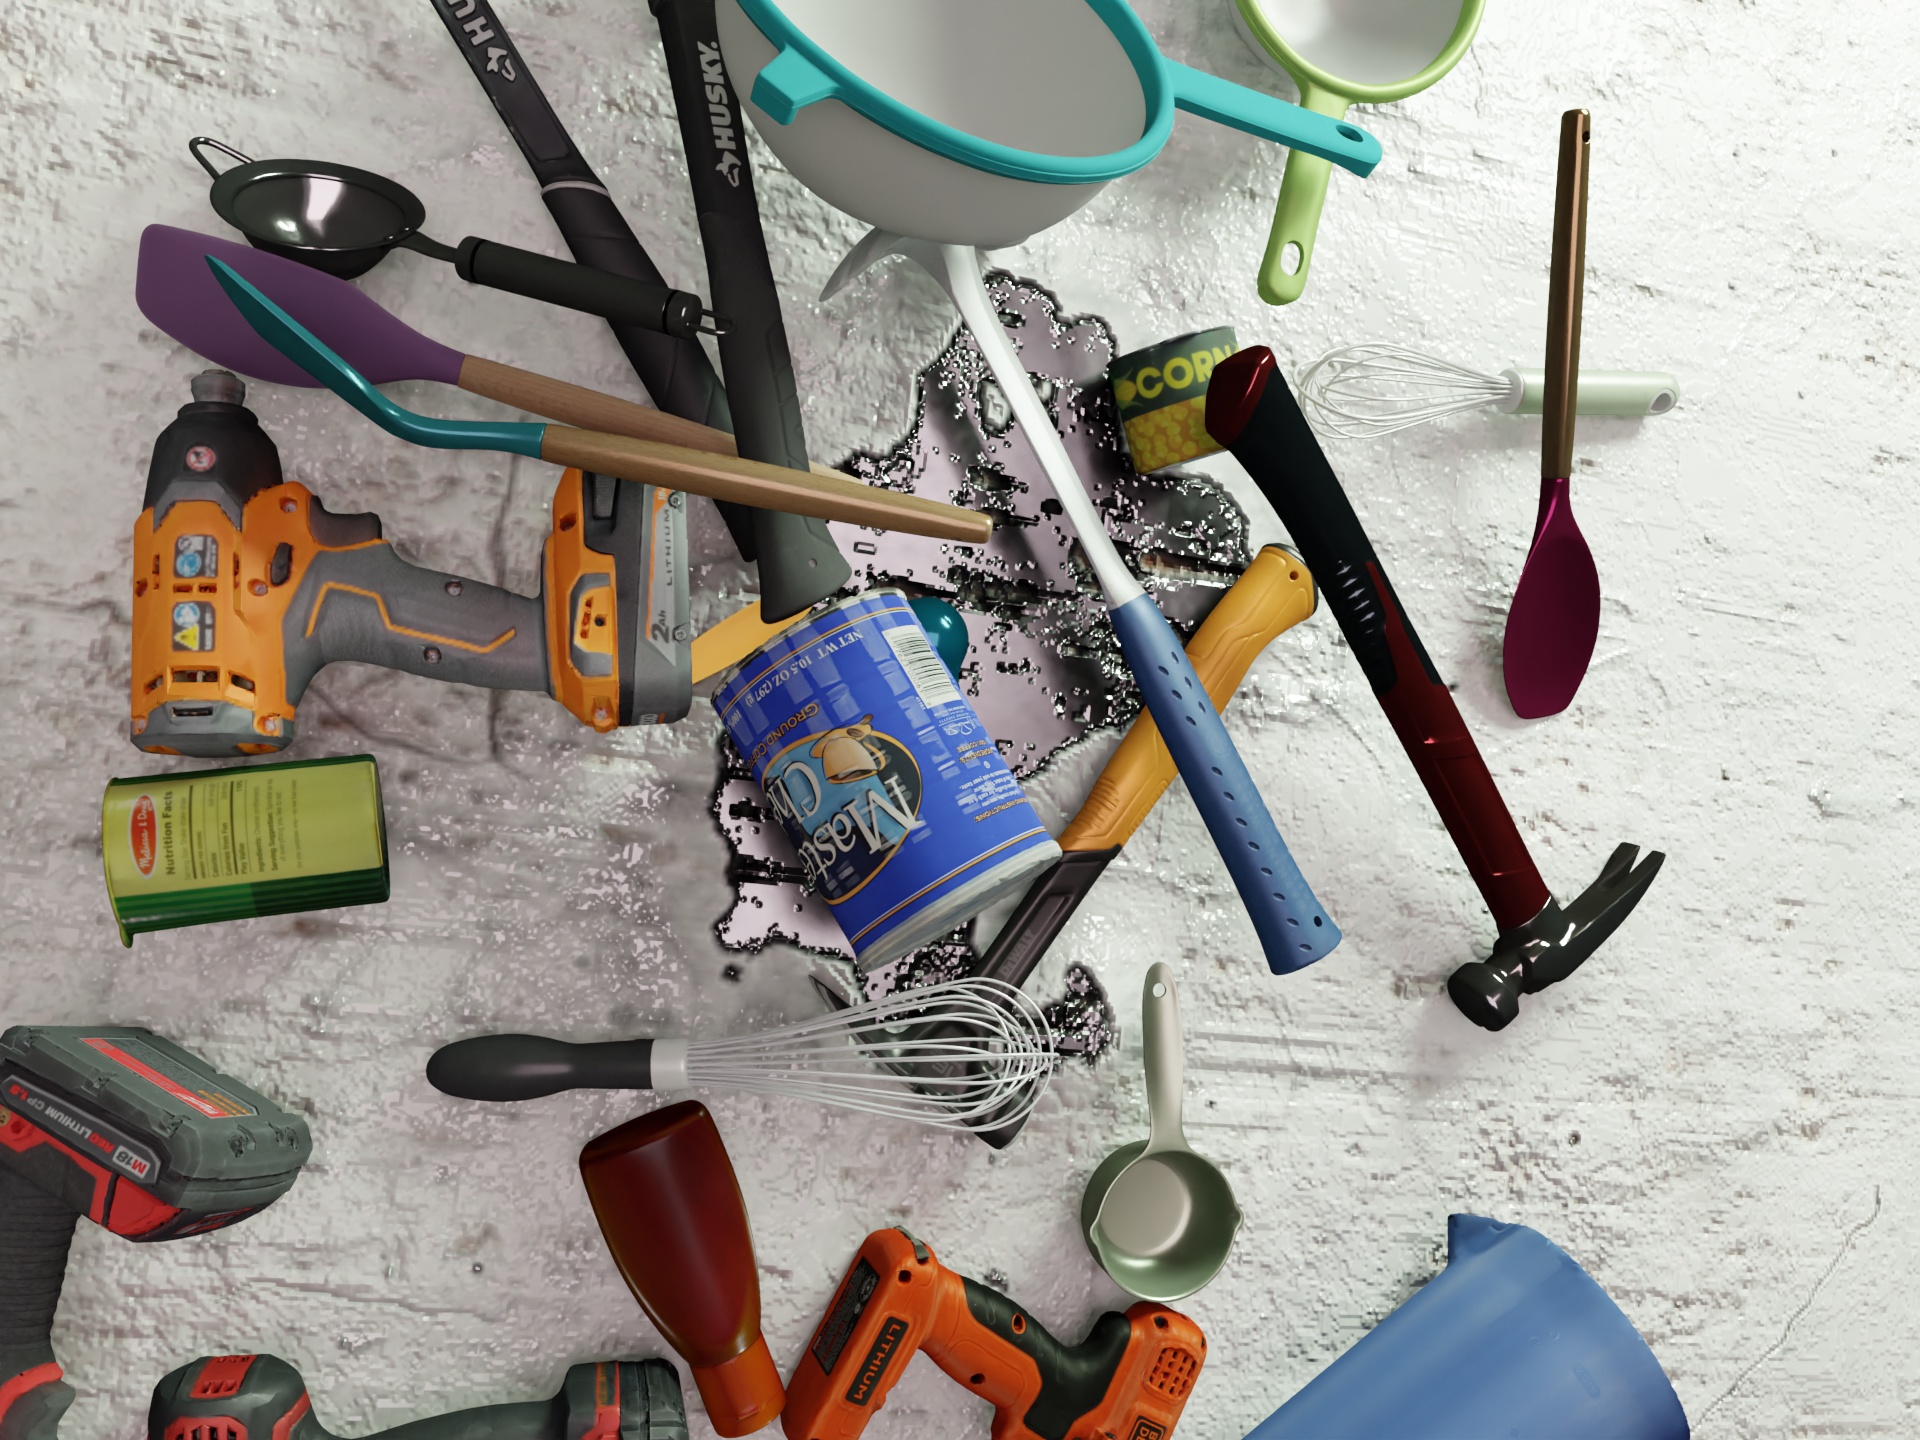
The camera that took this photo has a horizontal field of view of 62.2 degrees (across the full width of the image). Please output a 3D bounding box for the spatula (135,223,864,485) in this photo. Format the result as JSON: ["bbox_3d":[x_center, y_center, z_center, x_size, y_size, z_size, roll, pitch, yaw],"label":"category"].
[{"bbox_3d":[-0.194,-0.144,0.699,0.315,0.018,0.059,15,126,-15],"label":"spatula"}]

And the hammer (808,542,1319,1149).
[{"bbox_3d":[0.069,0.042,0.798,0.127,0.034,0.337,40,79,-14],"label":"hammer"}]

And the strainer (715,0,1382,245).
[{"bbox_3d":[0.035,-0.269,0.716,0.340,0.095,0.211,6,54,-28],"label":"strainer"}]

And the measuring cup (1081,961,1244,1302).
[{"bbox_3d":[0.097,0.204,0.804,0.083,0.038,0.167,-1,88,-16],"label":"measuring cup"}]

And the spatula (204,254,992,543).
[{"bbox_3d":[-0.140,-0.118,0.644,0.317,0.082,0.044,11,79,-7],"label":"spatula"}]

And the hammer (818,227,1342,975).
[{"bbox_3d":[0.070,-0.064,0.751,0.144,0.035,0.405,-31,95,-46],"label":"hammer"}]

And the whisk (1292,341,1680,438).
[{"bbox_3d":[0.289,-0.179,0.861,0.246,0.059,0.057,-3,134,-20],"label":"whisk"}]

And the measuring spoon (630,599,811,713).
[{"bbox_3d":[-0.119,-0.031,0.757,0.117,0.011,0.021,-33,86,-17],"label":"measuring spoon"}]

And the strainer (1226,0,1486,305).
[{"bbox_3d":[0.178,-0.332,0.816,0.151,0.069,0.256,14,88,-17],"label":"strainer"}]

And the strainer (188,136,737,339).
[{"bbox_3d":[-0.213,-0.195,0.674,0.258,0.087,0.050,17,128,12],"label":"strainer"}]

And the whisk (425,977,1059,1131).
[{"bbox_3d":[-0.098,0.154,0.717,0.284,0.070,0.070,-1,90,0],"label":"whisk"}]

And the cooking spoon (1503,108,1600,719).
[{"bbox_3d":[0.318,-0.155,0.845,0.068,0.017,0.318,-9,108,-23],"label":"cooking spoon"}]

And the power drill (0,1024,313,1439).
[{"bbox_3d":[-0.361,0.243,0.628,0.143,0.078,0.220,24,84,14],"label":"power drill"}]

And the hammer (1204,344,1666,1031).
[{"bbox_3d":[0.239,-0.026,0.810,0.143,0.038,0.386,-38,111,-14],"label":"hammer"}]

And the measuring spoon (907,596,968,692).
[{"bbox_3d":[-0.001,-0.002,0.766,0.042,0.021,0.129,-17,77,-12],"label":"measuring spoon"}]

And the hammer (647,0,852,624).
[{"bbox_3d":[-0.104,-0.207,0.704,0.146,0.035,0.335,-7,82,-35],"label":"hammer"}]

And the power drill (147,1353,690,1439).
[{"bbox_3d":[-0.236,0.369,0.686,0.226,0.080,0.188,3,88,-13],"label":"power drill"}]

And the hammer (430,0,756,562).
[{"bbox_3d":[-0.191,-0.256,0.724,0.149,0.036,0.409,-32,98,-13],"label":"hammer"}]

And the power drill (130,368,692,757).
[{"bbox_3d":[-0.233,-0.069,0.686,0.226,0.084,0.164,-2,83,-13],"label":"power drill"}]
